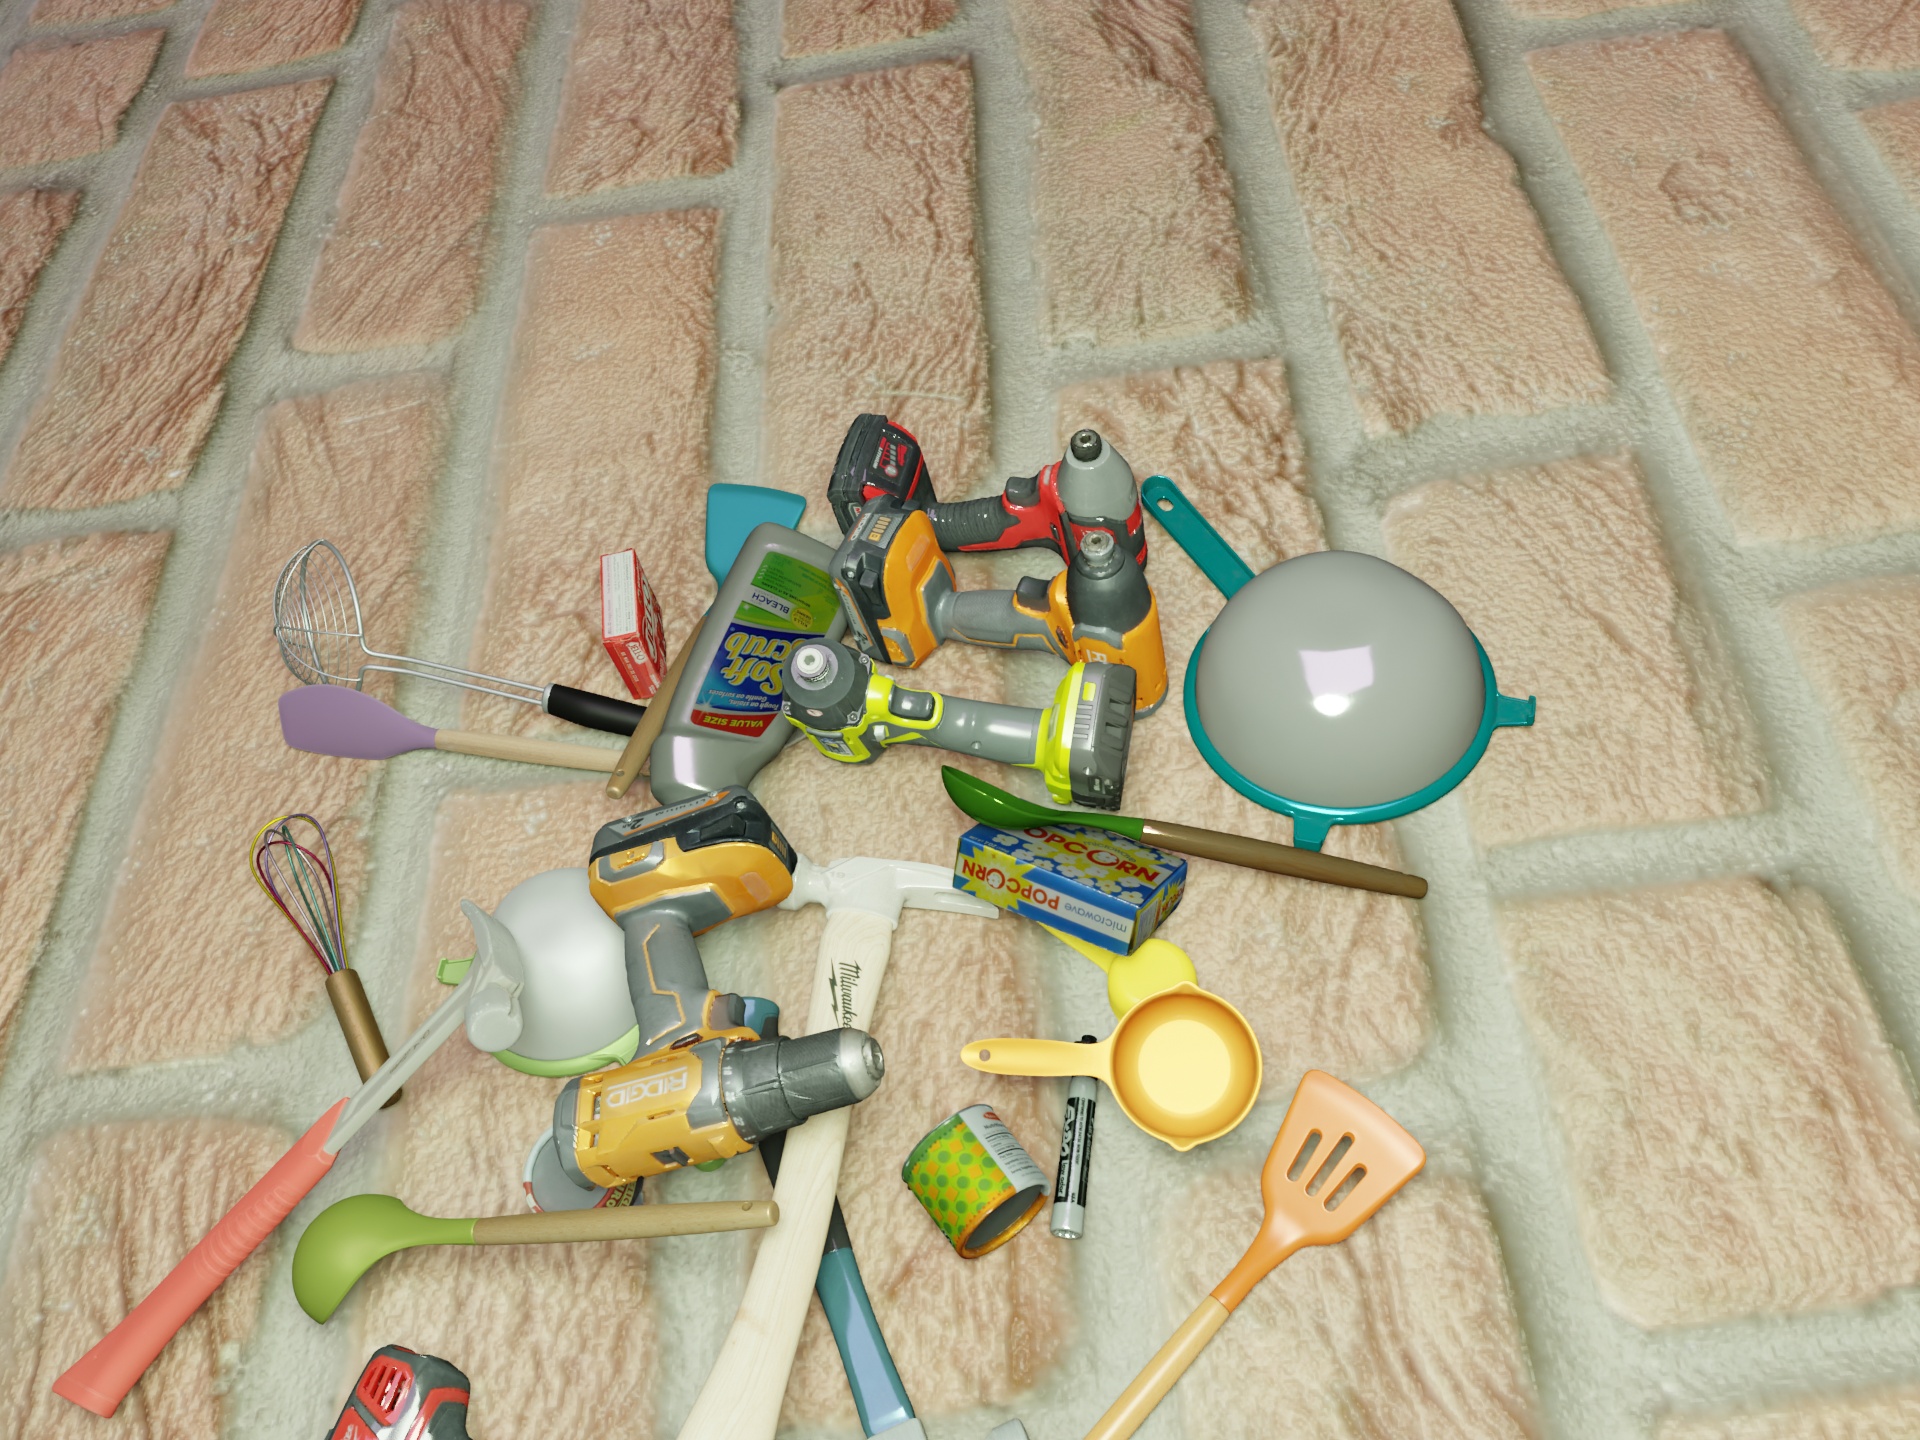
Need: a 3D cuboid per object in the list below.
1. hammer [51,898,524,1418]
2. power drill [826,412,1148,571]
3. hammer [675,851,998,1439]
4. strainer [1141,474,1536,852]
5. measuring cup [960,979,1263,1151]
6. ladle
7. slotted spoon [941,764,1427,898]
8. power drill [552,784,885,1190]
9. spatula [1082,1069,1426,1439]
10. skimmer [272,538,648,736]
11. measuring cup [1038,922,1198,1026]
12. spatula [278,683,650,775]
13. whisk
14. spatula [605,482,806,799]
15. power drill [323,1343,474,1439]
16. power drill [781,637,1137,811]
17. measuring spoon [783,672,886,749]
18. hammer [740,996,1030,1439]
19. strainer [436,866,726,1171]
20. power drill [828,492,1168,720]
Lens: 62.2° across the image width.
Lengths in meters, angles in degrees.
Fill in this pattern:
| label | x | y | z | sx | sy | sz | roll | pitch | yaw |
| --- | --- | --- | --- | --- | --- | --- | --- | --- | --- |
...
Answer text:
| label | x | y | z | sx | sy | sz | roll | pitch | yaw |
| --- | --- | --- | --- | --- | --- | --- | --- | --- | --- |
| hammer | -0.396 | 0.265 | 0.945 | 0.359 | 0.036 | 0.149 | -46 | 28 | -2 |
| power drill | 0.023 | -0.161 | 1.162 | 0.220 | 0.143 | 0.079 | 6 | 59 | 17 |
| hammer | -0.075 | 0.244 | 0.907 | 0.146 | 0.038 | 0.411 | 6 | 46 | 6 |
| strainer | 0.223 | -0.086 | 1.098 | 0.211 | 0.095 | 0.341 | -29 | 56 | -10 |
| measuring cup | 0.089 | 0.201 | 0.934 | 0.173 | 0.052 | 0.095 | 1 | 77 | 11 |
| ladle | -0.242 | 0.294 | 0.894 | 0.320 | 0.062 | 0.078 | -10 | 30 | 19 |
| slotted spoon | 0.139 | 0.075 | 0.998 | 0.313 | 0.070 | 0.031 | 12 | 94 | 0 |
| power drill | -0.138 | 0.149 | 0.928 | 0.185 | 0.084 | 0.226 | -17 | 47 | 11 |
| spatula | 0.123 | 0.330 | 0.855 | 0.081 | 0.041 | 0.322 | 36 | 69 | 29 |
| skimmer | -0.354 | -0.043 | 1.195 | 0.363 | 0.127 | 0.090 | 14 | 26 | 6 |
| measuring cup | 0.083 | 0.136 | 1.005 | 0.157 | 0.029 | 0.062 | 36 | 68 | 27 |
| spatula | -0.361 | 0.014 | 1.172 | 0.316 | 0.059 | 0.018 | 7 | 25 | 11 |
| whisk | -0.431 | 0.160 | 1.080 | 0.047 | 0.051 | 0.245 | -8 | 50 | -39 |
| spatula | -0.197 | -0.064 | 1.173 | 0.082 | 0.044 | 0.318 | 10 | 45 | 9 |
| power drill | -0.254 | 0.444 | 0.825 | 0.227 | 0.080 | 0.188 | 8 | 57 | 19 |
| power drill | -0.002 | -0.003 | 1.034 | 0.223 | 0.171 | 0.080 | 8 | 77 | 8 |
| measuring spoon | -0.103 | 0.004 | 1.149 | 0.124 | 0.018 | 0.034 | -28 | 49 | -1 |
| hammer | -0.079 | 0.299 | 0.920 | 0.128 | 0.033 | 0.331 | -23 | 54 | -7 |
| strainer | -0.228 | 0.180 | 1.009 | 0.151 | 0.069 | 0.257 | -37 | 55 | -15 |
| power drill | 0.029 | -0.086 | 1.094 | 0.226 | 0.164 | 0.084 | 15 | 59 | 22 |
